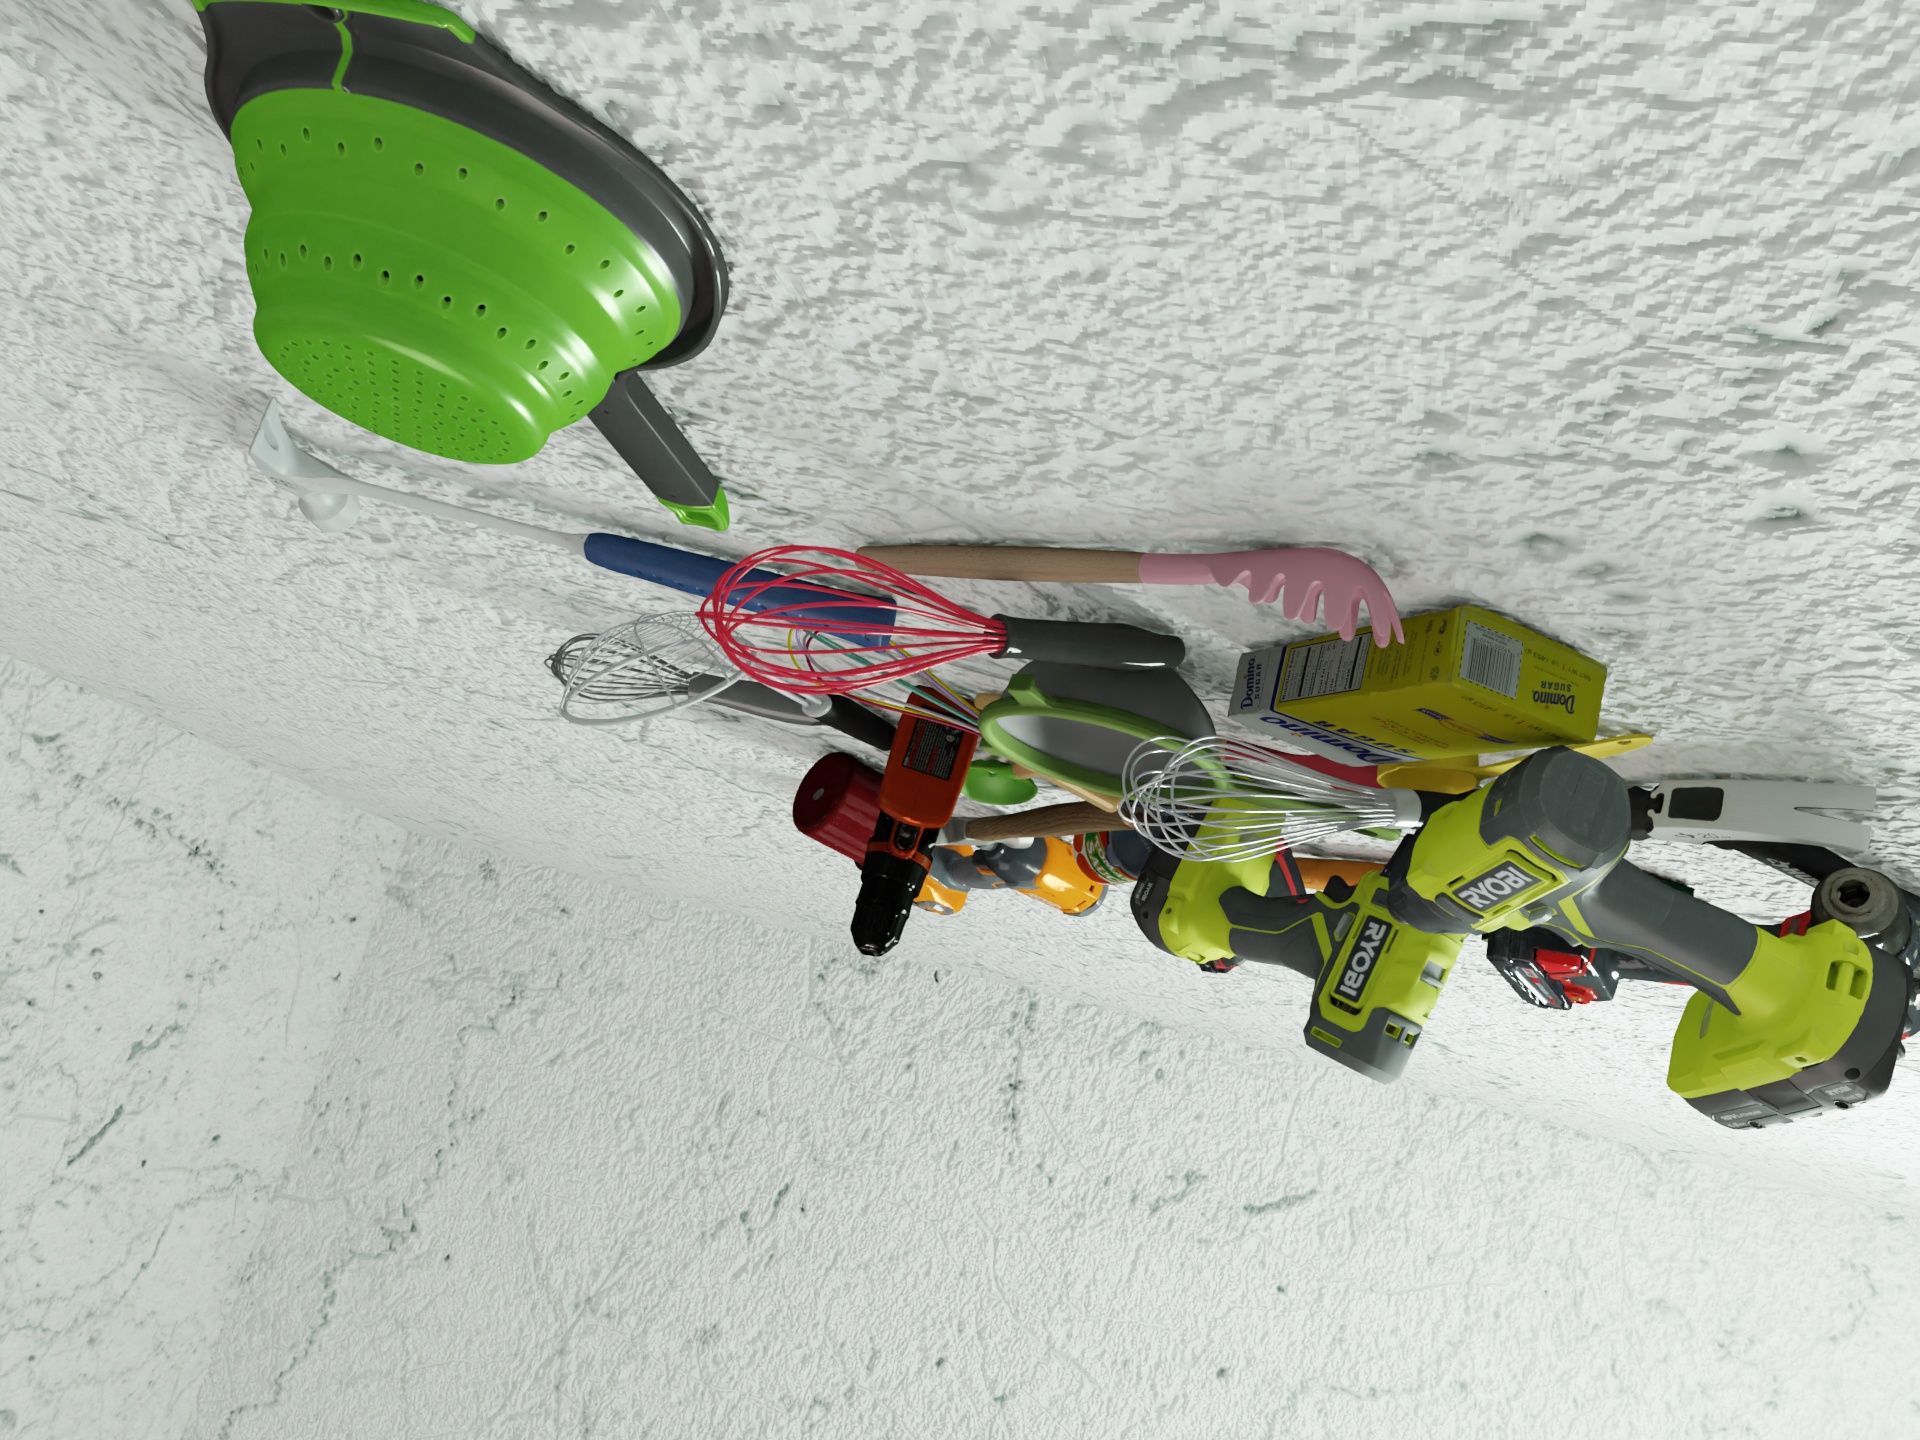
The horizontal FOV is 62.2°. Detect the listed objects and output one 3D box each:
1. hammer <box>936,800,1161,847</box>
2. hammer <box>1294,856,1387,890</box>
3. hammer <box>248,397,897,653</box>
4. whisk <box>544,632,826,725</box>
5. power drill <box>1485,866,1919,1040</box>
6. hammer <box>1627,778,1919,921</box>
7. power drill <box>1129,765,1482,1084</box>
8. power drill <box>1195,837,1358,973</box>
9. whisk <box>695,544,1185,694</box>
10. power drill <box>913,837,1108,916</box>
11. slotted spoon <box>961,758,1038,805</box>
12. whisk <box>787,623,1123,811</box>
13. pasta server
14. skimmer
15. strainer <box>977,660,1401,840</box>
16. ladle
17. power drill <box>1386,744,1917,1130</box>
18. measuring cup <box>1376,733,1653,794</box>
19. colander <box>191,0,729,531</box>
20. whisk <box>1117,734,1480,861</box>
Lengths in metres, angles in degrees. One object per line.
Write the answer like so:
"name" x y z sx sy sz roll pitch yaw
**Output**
"hammer" 0.061 0.082 1.276 0.130 0.031 0.331 2 173 -23
"hammer" 0.275 0.128 1.316 0.337 0.034 0.127 2 159 45
"hammer" -0.238 -0.110 0.974 0.405 0.035 0.144 15 166 5
"whisk" -0.209 -0.025 1.250 0.239 0.055 0.055 11 166 2
"power drill" 0.423 0.121 0.902 0.227 0.080 0.187 3 158 35
"hammer" 0.535 0.102 0.925 0.334 0.035 0.146 23 165 -26
"power drill" 0.234 0.109 1.047 0.080 0.190 0.229 29 176 -36
"power drill" 0.275 0.132 1.161 0.220 0.143 0.078 -4 111 52
"whisk" 0.003 -0.044 0.801 0.295 0.073 0.073 3 176 -36
"power drill" 0.013 0.140 1.572 0.226 0.084 0.164 -4 155 43
"slotted spoon" 0.055 0.034 1.177 0.070 0.031 0.314 17 169 -11
"whisk" -0.003 -0.002 1.039 0.245 0.047 0.051 28 171 -6
"pasta server" 0.067 -0.069 0.787 0.316 0.040 0.060 7 178 38
"skimmer" -0.134 0.002 1.115 0.127 0.090 0.363 -4 164 25
"strainer" 0.140 0.008 0.934 0.256 0.069 0.151 16 165 -1
"ladle" 0.149 0.012 1.034 0.315 0.031 0.069 11 166 27
"power drill" 0.336 0.112 0.803 0.223 0.080 0.171 31 152 0
"measuring cup" 0.304 0.013 0.882 0.156 0.029 0.062 -15 153 42
"colander" -0.185 -0.137 0.685 0.204 0.094 0.396 13 165 14
"whisk" 0.209 0.045 0.856 0.284 0.070 0.070 4 172 -26
